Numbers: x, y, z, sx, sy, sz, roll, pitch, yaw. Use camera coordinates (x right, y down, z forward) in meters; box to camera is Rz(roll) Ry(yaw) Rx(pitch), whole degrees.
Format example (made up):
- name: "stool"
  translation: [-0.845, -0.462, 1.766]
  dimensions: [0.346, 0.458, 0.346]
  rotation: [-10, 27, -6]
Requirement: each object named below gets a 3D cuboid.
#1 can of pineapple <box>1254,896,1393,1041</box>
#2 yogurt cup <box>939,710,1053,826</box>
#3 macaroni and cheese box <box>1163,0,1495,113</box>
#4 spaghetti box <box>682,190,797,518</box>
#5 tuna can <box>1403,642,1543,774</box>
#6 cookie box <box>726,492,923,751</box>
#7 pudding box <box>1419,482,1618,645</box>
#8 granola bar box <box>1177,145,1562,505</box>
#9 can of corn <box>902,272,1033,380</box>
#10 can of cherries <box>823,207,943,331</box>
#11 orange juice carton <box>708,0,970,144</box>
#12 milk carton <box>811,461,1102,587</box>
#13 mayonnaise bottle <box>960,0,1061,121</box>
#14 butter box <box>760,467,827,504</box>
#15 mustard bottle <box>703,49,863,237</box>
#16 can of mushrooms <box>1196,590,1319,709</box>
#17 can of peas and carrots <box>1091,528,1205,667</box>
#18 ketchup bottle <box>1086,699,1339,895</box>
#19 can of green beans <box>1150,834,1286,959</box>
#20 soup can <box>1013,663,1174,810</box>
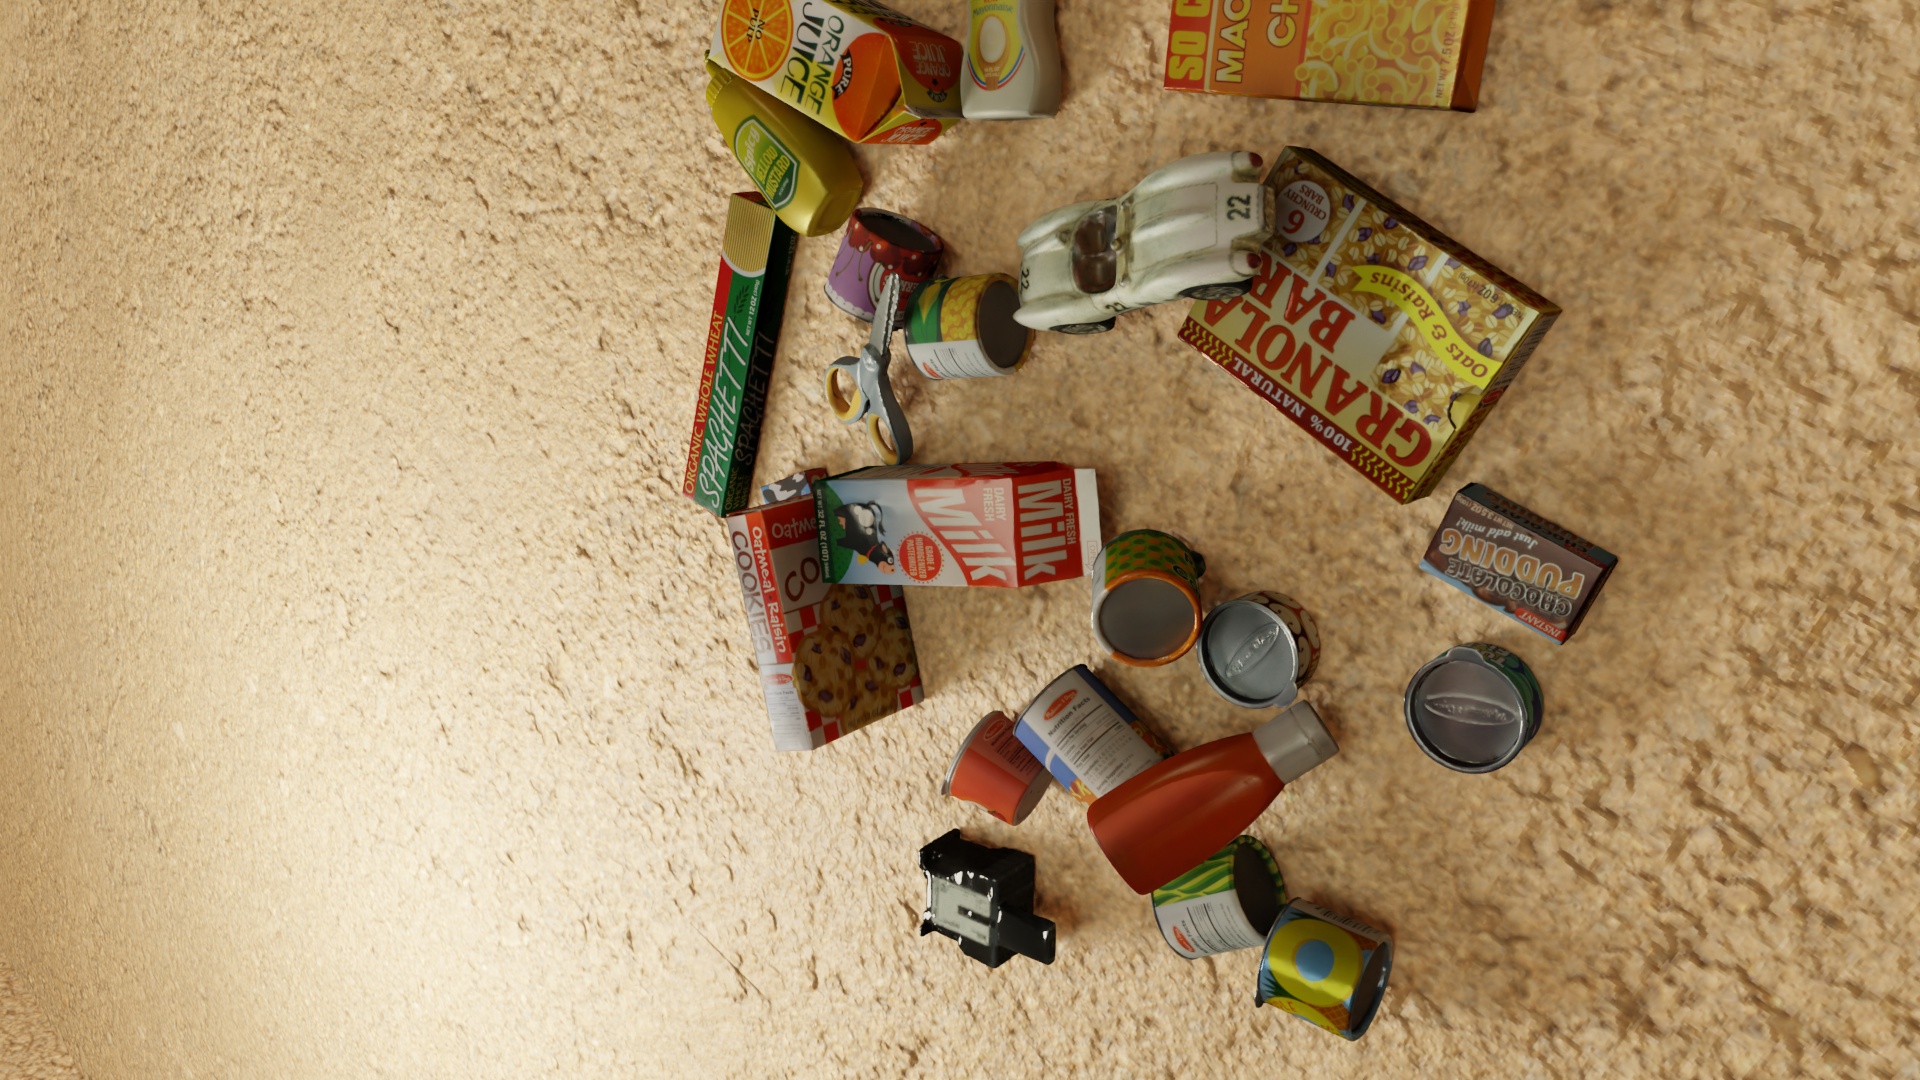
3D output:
- name: "can of pineapple"
  translation: [0.215, 0.254, 0.818]
  dimensions: [0.058, 0.071, 0.070]
  rotation: [16, 110, 35]
- name: "yogurt cup"
  translation: [0.029, 0.158, 0.947]
  dimensions: [0.054, 0.073, 0.072]
  rotation: [30, 118, 20]
- name: "macaroni and cheese box"
  translation: [0.193, -0.294, 0.729]
  dimensions: [0.166, 0.040, 0.123]
  rotation: [17, 109, 34]
- name: "spaghetti box"
  translation: [-0.169, -0.137, 1.059]
  dimensions: [0.050, 0.029, 0.249]
  rotation: [29, 116, 31]
- name: "tuna can"
  translation: [0.278, 0.088, 0.753]
  dimensions: [0.071, 0.033, 0.071]
  rotation: [10, 106, 36]
- name: "cookie box"
  translation: [-0.094, 0.050, 0.980]
  dimensions: [0.040, 0.123, 0.167]
  rotation: [-8, 95, 39]
- name: "pudding box"
  translation: [0.291, 0.011, 0.728]
  dimensions: [0.084, 0.030, 0.049]
  rotation: [34, 120, 28]
- name: "granola bar box"
  translation: [0.214, -0.118, 0.753]
  dimensions: [0.166, 0.039, 0.123]
  rotation: [42, 123, 24]
- name: "can of corn"
  translation: [0.007, -0.140, 0.896]
  dimensions: [0.058, 0.071, 0.071]
  rotation: [2, 101, 38]
- name: "can of cherries"
  translation: [-0.050, -0.181, 0.929]
  dimensions: [0.071, 0.072, 0.058]
  rotation: [40, 121, 25]
- name: "orange juice carton"
  translation: [-0.072, -0.315, 0.913]
  dimensions: [0.193, 0.072, 0.072]
  rotation: [36, 121, 27]
- name: "milk carton"
  translation: [0.003, -0.011, 0.912]
  dimensions: [0.190, 0.074, 0.072]
  rotation: [0, 101, 28]
- name: "mayonnaise bottle"
  translation: [0.030, -0.334, 0.848]
  dimensions: [0.065, 0.041, 0.147]
  rotation: [10, 107, 38]
- name: "butter box"
  translation: [-0.113, 0.001, 1.048]
  dimensions: [0.053, 0.024, 0.103]
  rotation: [-18, 88, 40]
- name: "mustard bottle"
  translation: [-0.136, -0.287, 0.976]
  dimensions: [0.160, 0.049, 0.065]
  rotation: [50, 136, 12]
- name: "can of mushrooms"
  translation: [0.179, 0.066, 0.827]
  dimensions: [0.071, 0.033, 0.071]
  rotation: [9, 105, 36]
- name: "can of peas and carrots"
  translation: [0.114, 0.034, 0.839]
  dimensions: [0.071, 0.059, 0.070]
  rotation: [2, 116, 5]
- name: "ketchup bottle"
  translation: [0.152, 0.148, 0.824]
  dimensions: [0.148, 0.044, 0.064]
  rotation: [-34, 103, 11]
- name: "can of green beans"
  translation: [0.159, 0.219, 0.853]
  dimensions: [0.057, 0.071, 0.071]
  rotation: [-25, 85, 35]
- name: "soup can"
  translation: [0.086, 0.132, 0.896]
  dimensions: [0.084, 0.071, 0.071]
  rotation: [45, 124, 21]
